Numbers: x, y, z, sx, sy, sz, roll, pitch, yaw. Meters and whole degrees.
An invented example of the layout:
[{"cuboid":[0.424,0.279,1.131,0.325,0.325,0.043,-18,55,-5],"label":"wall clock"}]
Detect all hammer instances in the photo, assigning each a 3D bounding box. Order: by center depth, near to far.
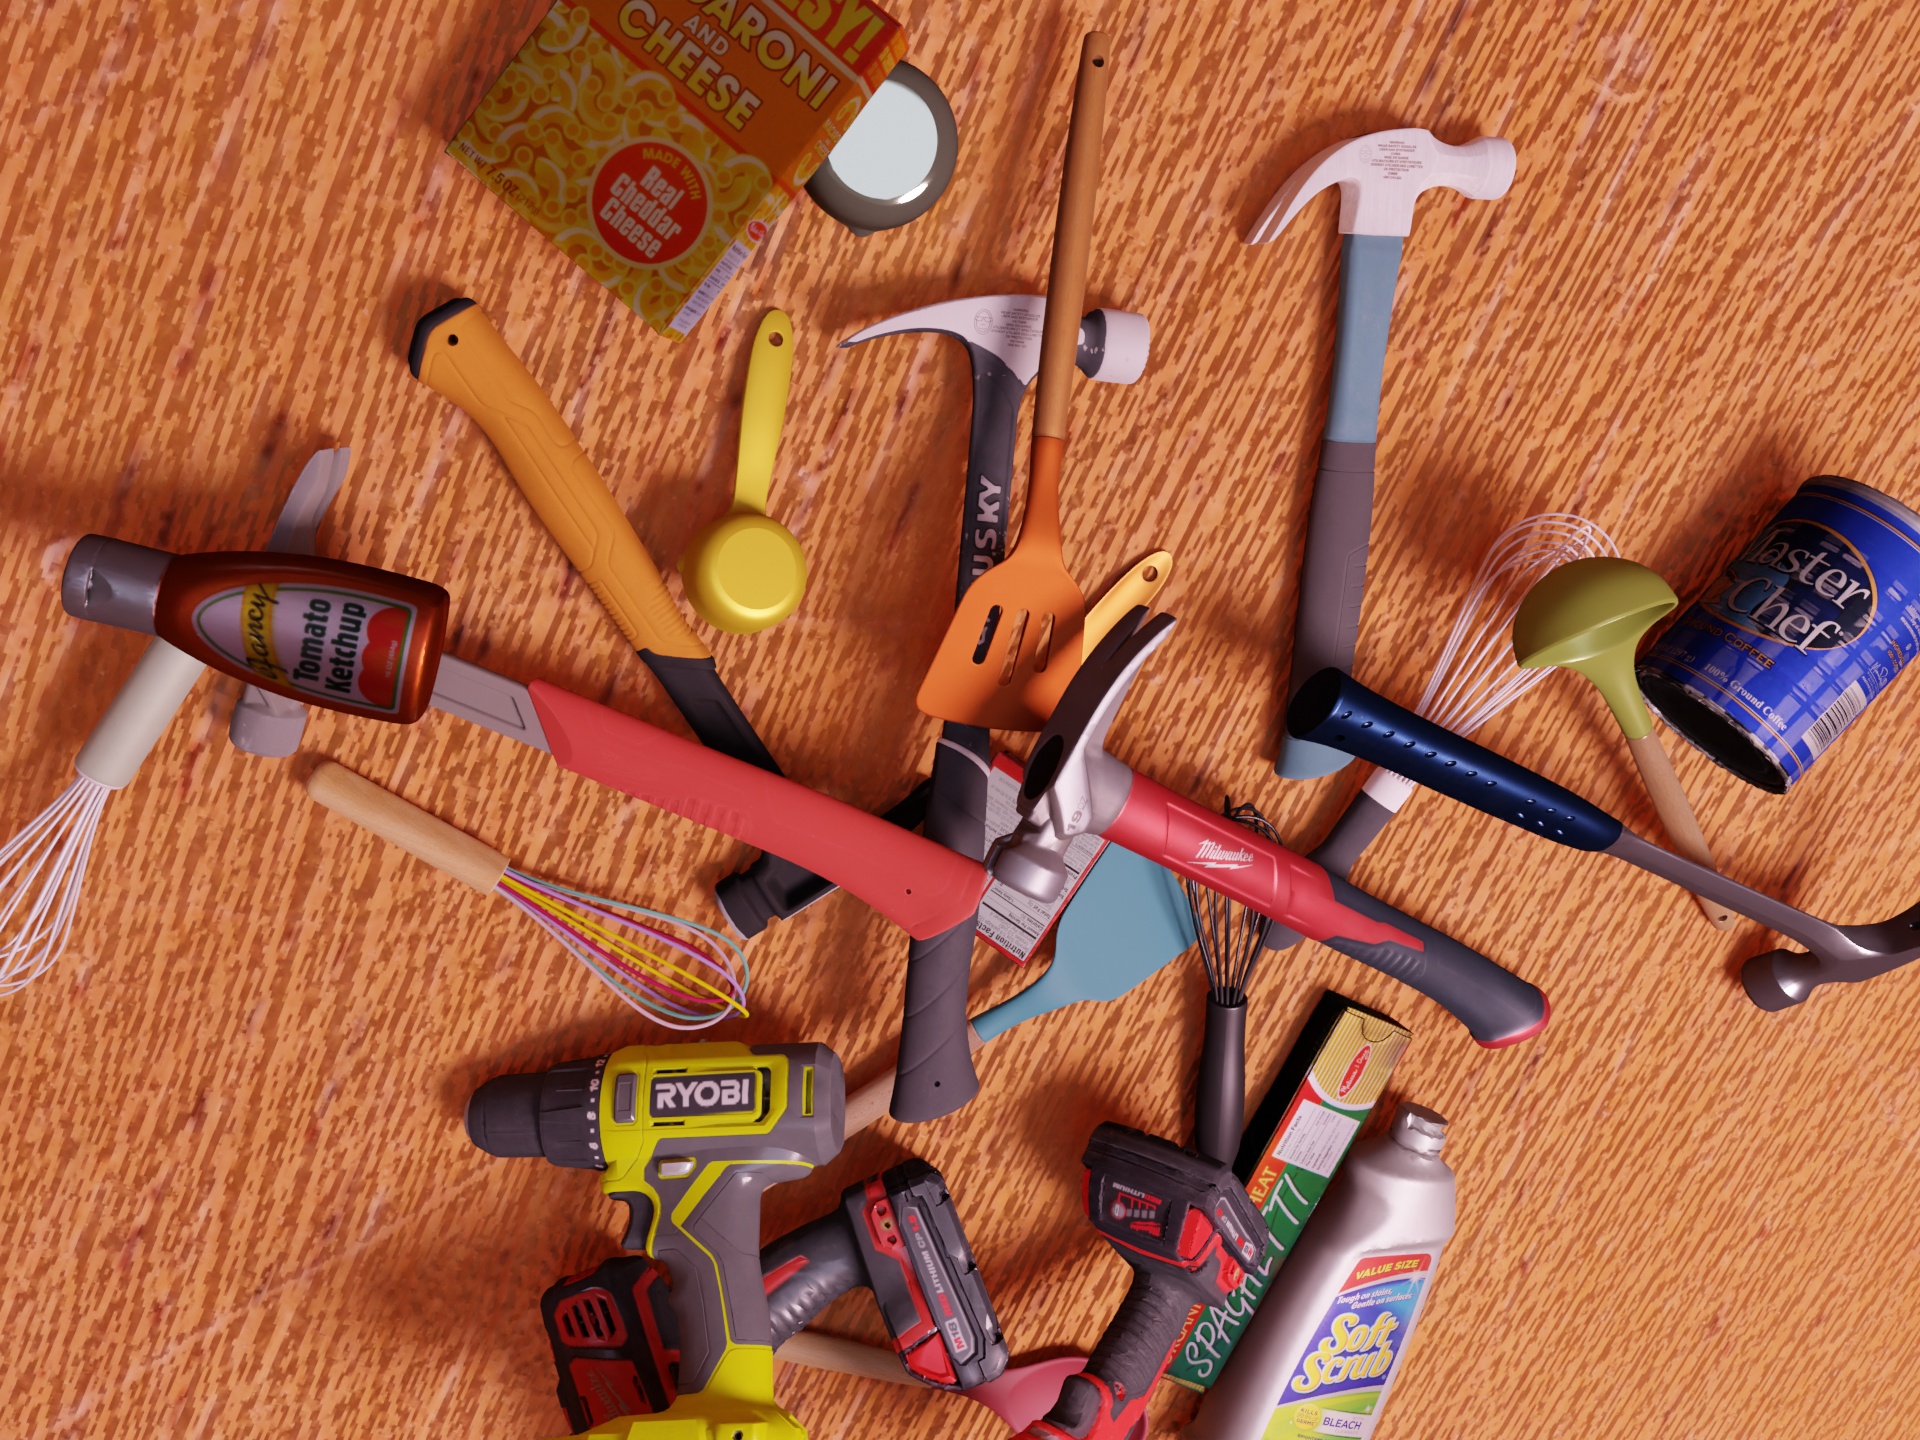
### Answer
[{"cuboid":[-0.154,0.006,0.738,0.359,0.037,0.149,22,104,-1],"label":"hammer"},{"cuboid":[-0.144,-0.055,0.769,0.127,0.034,0.336,-33,108,0],"label":"hammer"},{"cuboid":[-0.001,-0.002,0.779,0.149,0.036,0.409,4,96,-15],"label":"hammer"},{"cuboid":[0.200,-0.130,0.817,0.128,0.033,0.331,0,105,-12],"label":"hammer"},{"cuboid":[0.190,0.080,0.818,0.386,0.038,0.143,27,92,-32],"label":"hammer"},{"cuboid":[0.350,0.061,0.836,0.405,0.035,0.144,23,144,-20],"label":"hammer"}]

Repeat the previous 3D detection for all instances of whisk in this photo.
[{"cuboid":[-0.397,0.030,0.727,0.057,0.059,0.246,29,101,-44],"label":"whisk"},{"cuboid":[-0.209,0.087,0.791,0.245,0.047,0.051,32,98,-14],"label":"whisk"},{"cuboid":[0.249,0.011,0.857,0.070,0.070,0.284,32,102,-17],"label":"whisk"},{"cuboid":[0.146,0.152,0.876,0.055,0.055,0.238,-4,112,-10],"label":"whisk"}]

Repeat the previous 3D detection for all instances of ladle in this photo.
[{"cuboid":[0.370,0.029,0.843,0.078,0.062,0.319,-25,129,20],"label":"ladle"},{"cuboid":[-0.040,0.370,0.907,0.315,0.031,0.069,18,96,-13],"label":"ladle"}]

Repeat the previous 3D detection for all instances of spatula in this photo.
[{"cuboid":[0.040,-0.155,0.741,0.081,0.041,0.322,7,91,-15],"label":"spatula"},{"cuboid":[-0.012,0.179,0.865,0.317,0.044,0.082,-34,110,4],"label":"spatula"}]

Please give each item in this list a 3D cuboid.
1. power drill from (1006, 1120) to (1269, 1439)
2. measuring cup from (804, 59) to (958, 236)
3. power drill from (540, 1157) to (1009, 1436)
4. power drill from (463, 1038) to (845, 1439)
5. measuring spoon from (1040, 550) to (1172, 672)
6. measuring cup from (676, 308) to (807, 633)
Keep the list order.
[{"cuboid":[0.074,0.331,0.822,0.220,0.079,0.143,-61,142,-24],"label":"power drill"},{"cuboid":[-0.081,-0.271,0.721,0.167,0.038,0.083,8,103,-13],"label":"measuring cup"},{"cuboid":[-0.089,0.346,0.830,0.226,0.080,0.188,-21,78,-6],"label":"power drill"},{"cuboid":[-0.154,0.270,0.775,0.190,0.080,0.229,-4,64,4],"label":"power drill"},{"cuboid":[0.067,-0.045,0.828,0.117,0.011,0.021,-46,108,-1],"label":"measuring spoon"},{"cuboid":[-0.093,-0.118,0.746,0.062,0.029,0.156,8,88,-25],"label":"measuring cup"}]
